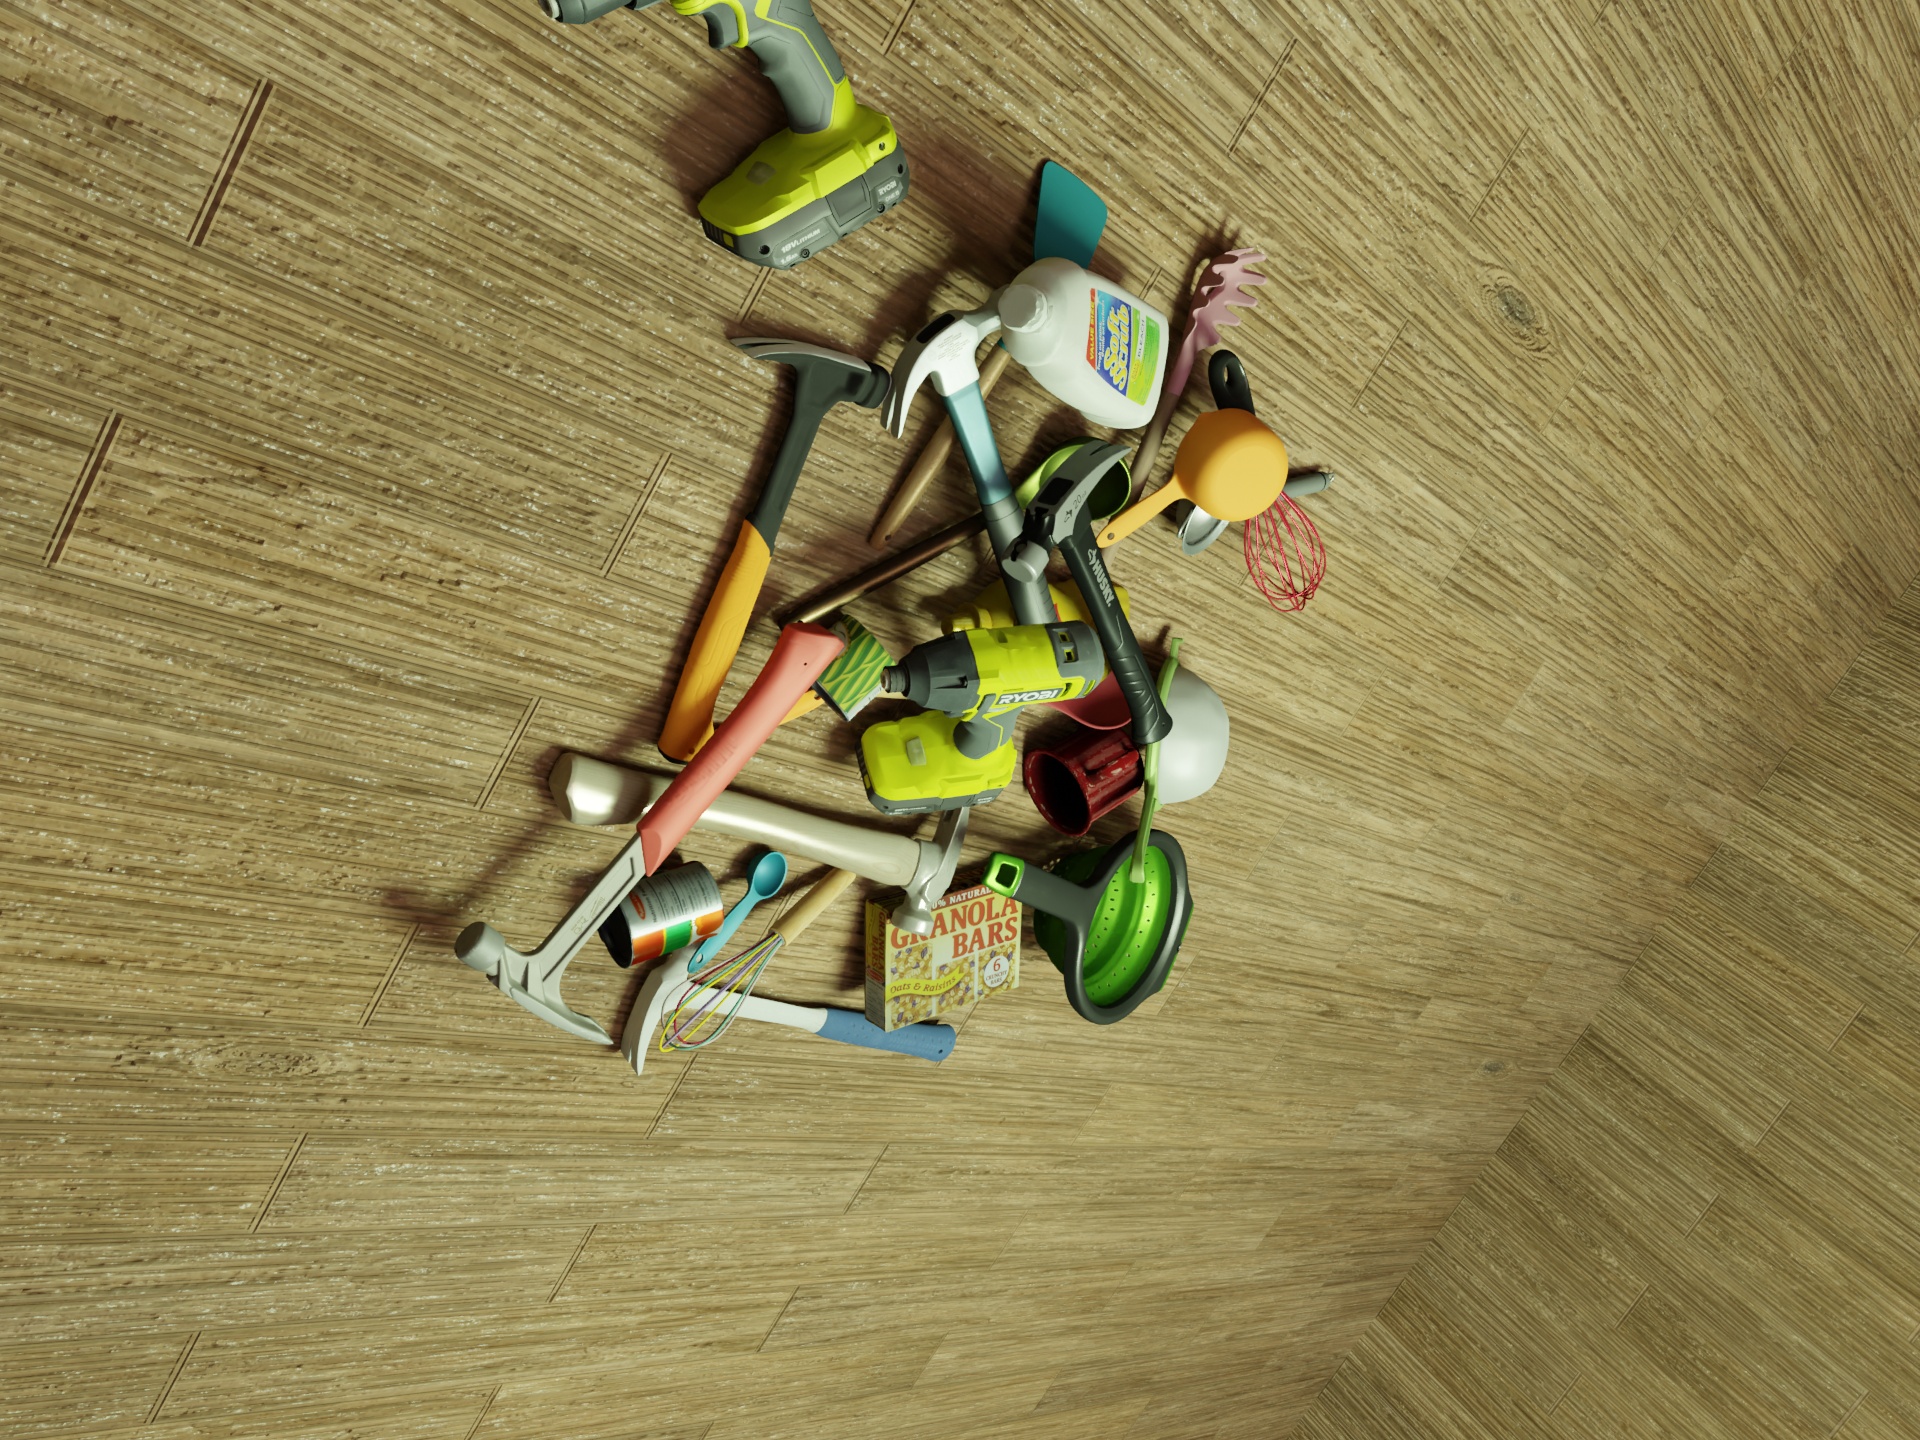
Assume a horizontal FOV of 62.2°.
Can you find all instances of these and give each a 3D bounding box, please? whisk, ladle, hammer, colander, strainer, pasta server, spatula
[{"bbox_3d":[0.266,-0.206,1.403,0.073,0.073,0.295,-40,133,-11],"label":"whisk"},{"bbox_3d":[0.032,-0.023,1.411,0.315,0.069,0.031,2,146,-37],"label":"ladle"},{"bbox_3d":[0.128,-0.087,1.330,0.146,0.035,0.334,-57,145,-21],"label":"hammer"},{"bbox_3d":[-0.209,0.075,1.201,0.359,0.037,0.149,-50,127,-6],"label":"hammer"},{"bbox_3d":[0.099,0.175,1.553,0.396,0.095,0.204,29,81,-54],"label":"colander"},{"bbox_3d":[0.033,-0.165,1.242,0.128,0.033,0.330,-30,129,-10],"label":"hammer"},{"bbox_3d":[0.271,-0.208,1.483,0.258,0.050,0.086,-18,139,-39],"label":"strainer"},{"bbox_3d":[0.173,-0.247,1.337,0.060,0.040,0.316,9,106,-53],"label":"pasta server"},{"bbox_3d":[-0.145,0.285,1.496,0.405,0.035,0.144,24,102,-49],"label":"hammer"},{"bbox_3d":[-0.151,0.078,1.315,0.410,0.038,0.146,19,88,-44],"label":"hammer"},{"bbox_3d":[-0.162,-0.116,1.169,0.127,0.034,0.336,3,118,-44],"label":"hammer"},{"bbox_3d":[0.210,0.054,1.498,0.151,0.069,0.257,82,19,-45],"label":"strainer"},{"bbox_3d":[-0.169,0.197,1.354,0.245,0.051,0.047,-43,126,-38],"label":"whisk"},{"bbox_3d":[0.014,-0.267,1.221,0.082,0.044,0.317,17,113,-49],"label":"spatula"},{"bbox_3d":[-0.001,-0.142,1.278,0.320,0.062,0.078,-30,133,-18],"label":"ladle"}]

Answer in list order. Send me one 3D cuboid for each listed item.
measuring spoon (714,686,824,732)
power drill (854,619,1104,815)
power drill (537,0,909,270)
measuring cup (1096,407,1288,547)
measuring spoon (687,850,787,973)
[{"bbox_3d":[-0.152,-0.005,1.285,0.117,0.011,0.021,-26,135,-30],"label":"measuring spoon"},{"bbox_3d":[-0.002,-0.004,1.277,0.171,0.080,0.223,-7,156,-21],"label":"power drill"},{"bbox_3d":[-0.133,-0.393,0.948,0.190,0.080,0.228,-36,136,-15],"label":"power drill"},{"bbox_3d":[0.193,-0.186,1.321,0.173,0.052,0.095,-34,126,-1],"label":"measuring cup"},{"bbox_3d":[-0.194,0.160,1.343,0.129,0.021,0.042,-51,141,-25],"label":"measuring spoon"}]
